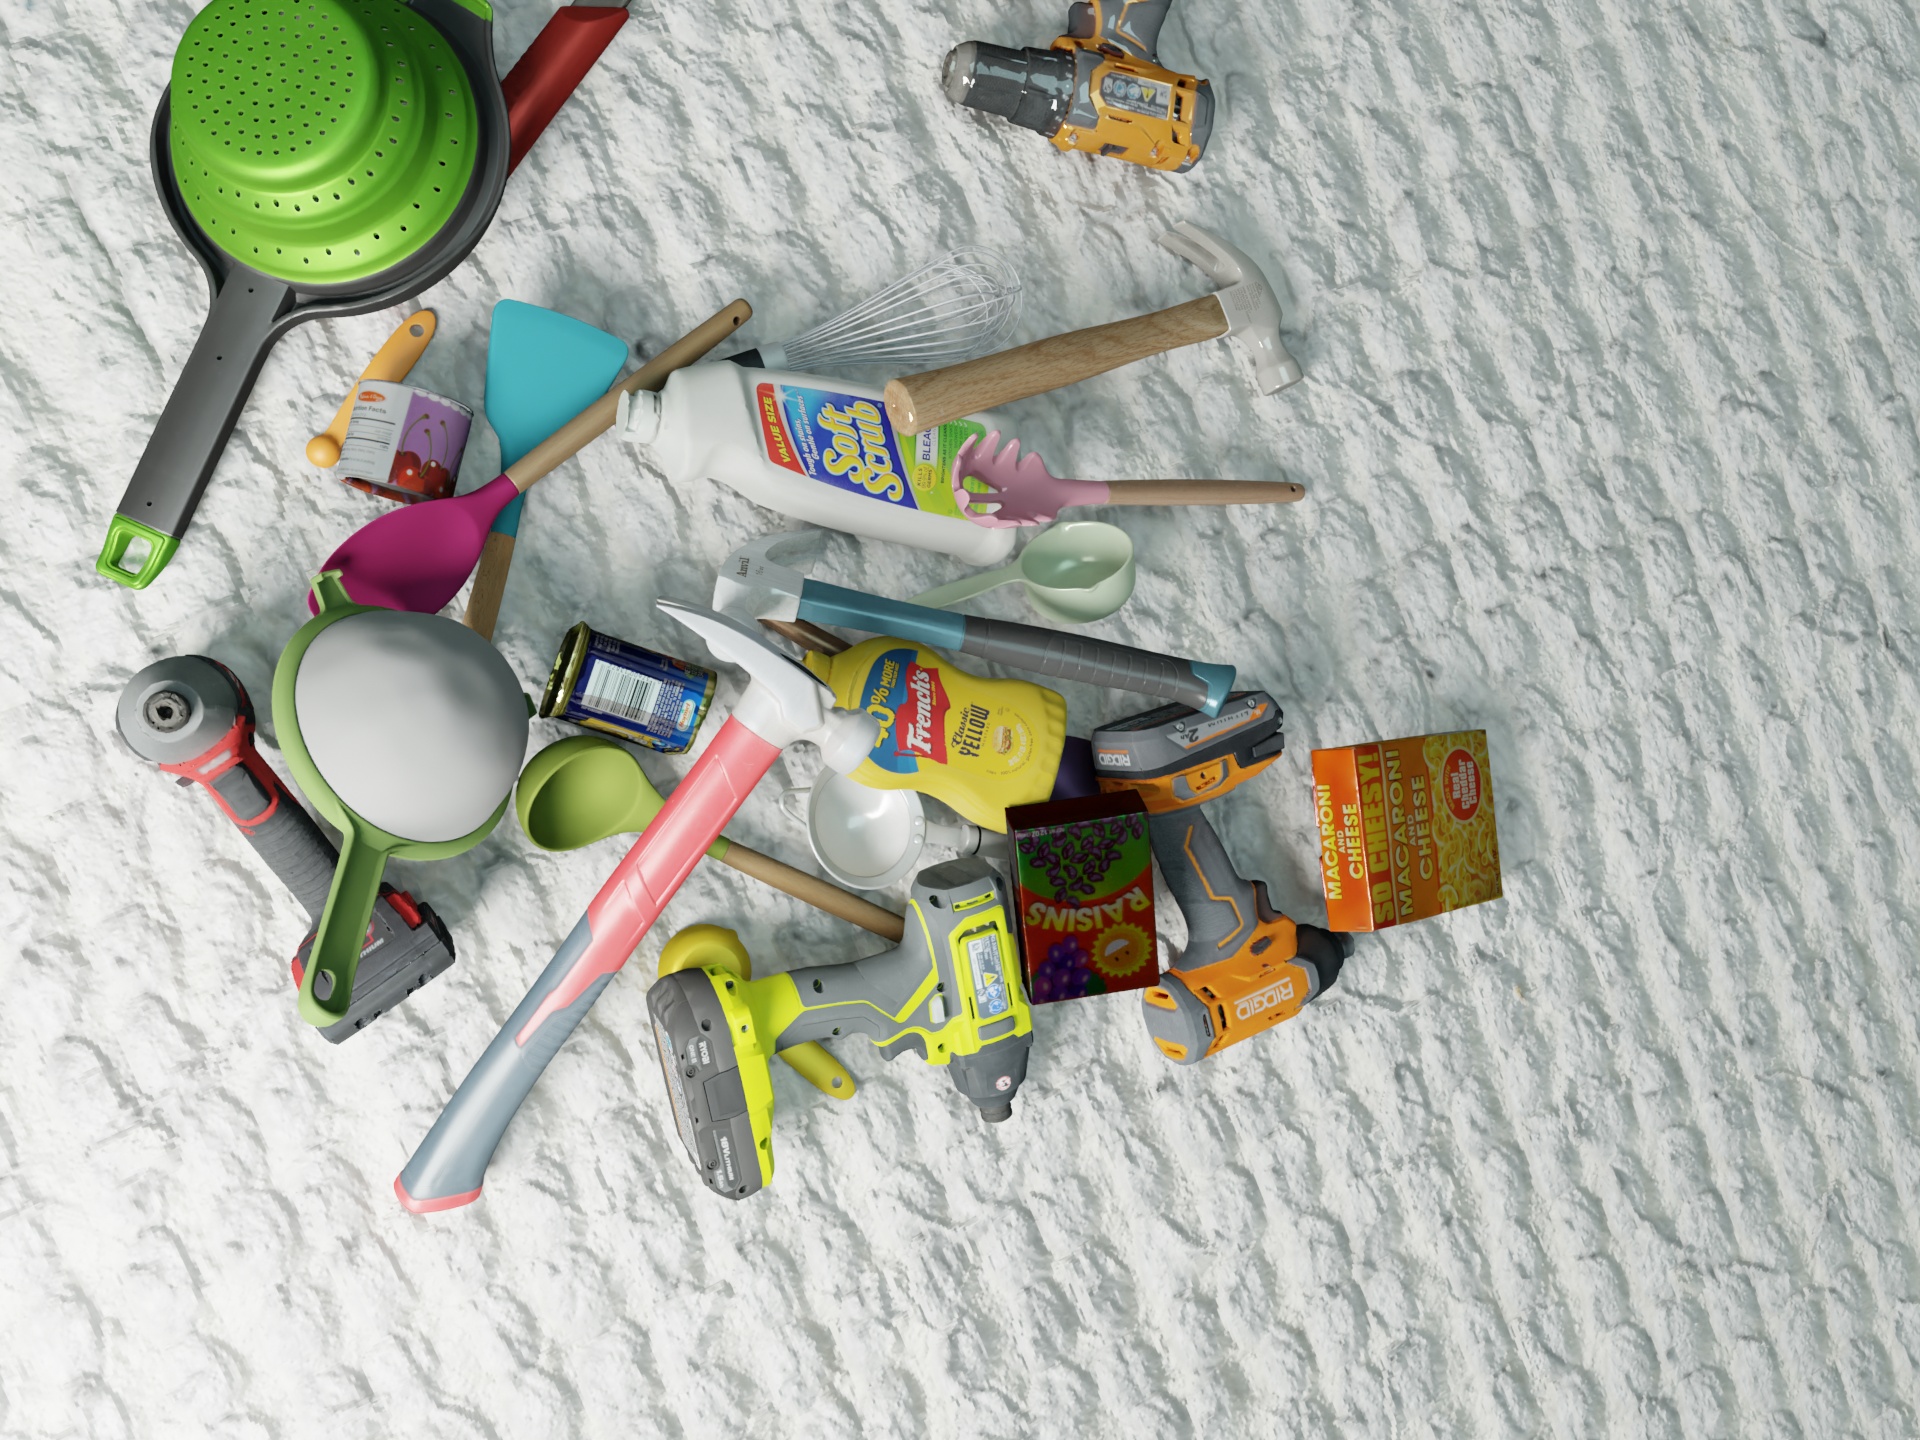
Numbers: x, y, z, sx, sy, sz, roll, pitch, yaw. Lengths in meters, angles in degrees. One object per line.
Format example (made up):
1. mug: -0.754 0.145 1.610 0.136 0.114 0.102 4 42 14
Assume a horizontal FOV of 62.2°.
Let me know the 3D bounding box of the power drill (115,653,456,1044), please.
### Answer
1. power drill: -0.371 0.061 0.863 0.078 0.143 0.219 -36 101 -16

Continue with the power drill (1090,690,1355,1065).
1. power drill: 0.183 0.098 1.067 0.164 0.084 0.226 -17 98 -27

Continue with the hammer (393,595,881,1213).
1. hammer: -0.215 0.115 0.899 0.143 0.038 0.386 36 97 -13

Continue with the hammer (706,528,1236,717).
1. hammer: 0.014 -0.050 0.979 0.331 0.128 0.033 12 124 -10

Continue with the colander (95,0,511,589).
1. colander: -0.395 -0.261 0.875 0.204 0.094 0.397 24 87 1

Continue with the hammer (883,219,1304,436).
1. hammer: 0.088 -0.245 1.041 0.331 0.031 0.130 -23 90 -33

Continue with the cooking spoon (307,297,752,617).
1. cooking spoon: -0.244 -0.155 0.937 0.319 0.017 0.068 -42 132 -17

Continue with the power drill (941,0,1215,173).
1. power drill: 0.087 -0.497 1.070 0.185 0.084 0.226 6 90 -16

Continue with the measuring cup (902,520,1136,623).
1. measuring cup: 0.036 -0.082 1.050 0.167 0.083 0.038 -17 130 0

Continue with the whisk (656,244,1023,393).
1. whisk: -0.090 -0.239 1.014 0.284 0.070 0.070 -20 94 -13

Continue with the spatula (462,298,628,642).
1. spatula: -0.279 -0.087 0.949 0.082 0.044 0.317 16 84 -28

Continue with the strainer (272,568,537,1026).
1. strainer: -0.286 0.035 0.825 0.151 0.069 0.257 39 36 -37

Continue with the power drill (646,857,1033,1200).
1. power drill: -0.064 0.196 0.969 0.223 0.080 0.171 -16 107 -21

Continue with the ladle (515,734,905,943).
1. ladle: -0.122 0.097 0.986 0.320 0.062 0.078 27 106 -18

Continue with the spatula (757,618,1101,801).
1. spatula: -0.002 -0.003 1.047 0.315 0.018 0.060 28 78 -16

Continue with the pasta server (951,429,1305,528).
1. pasta server: 0.118 -0.152 1.038 0.316 0.040 0.060 -6 78 -35

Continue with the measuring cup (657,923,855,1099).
1. measuring cup: -0.122 0.188 0.994 0.156 0.029 0.062 43 77 -11

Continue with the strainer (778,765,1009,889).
1. strainer: -0.003 0.078 1.033 0.258 0.050 0.087 12 71 -23

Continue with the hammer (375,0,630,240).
1. hammer: -0.239 -0.403 0.981 0.149 0.037 0.359 34 77 -13

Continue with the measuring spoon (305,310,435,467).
1. measuring spoon: -0.350 -0.199 0.948 0.021 0.011 0.117 36 78 -13
